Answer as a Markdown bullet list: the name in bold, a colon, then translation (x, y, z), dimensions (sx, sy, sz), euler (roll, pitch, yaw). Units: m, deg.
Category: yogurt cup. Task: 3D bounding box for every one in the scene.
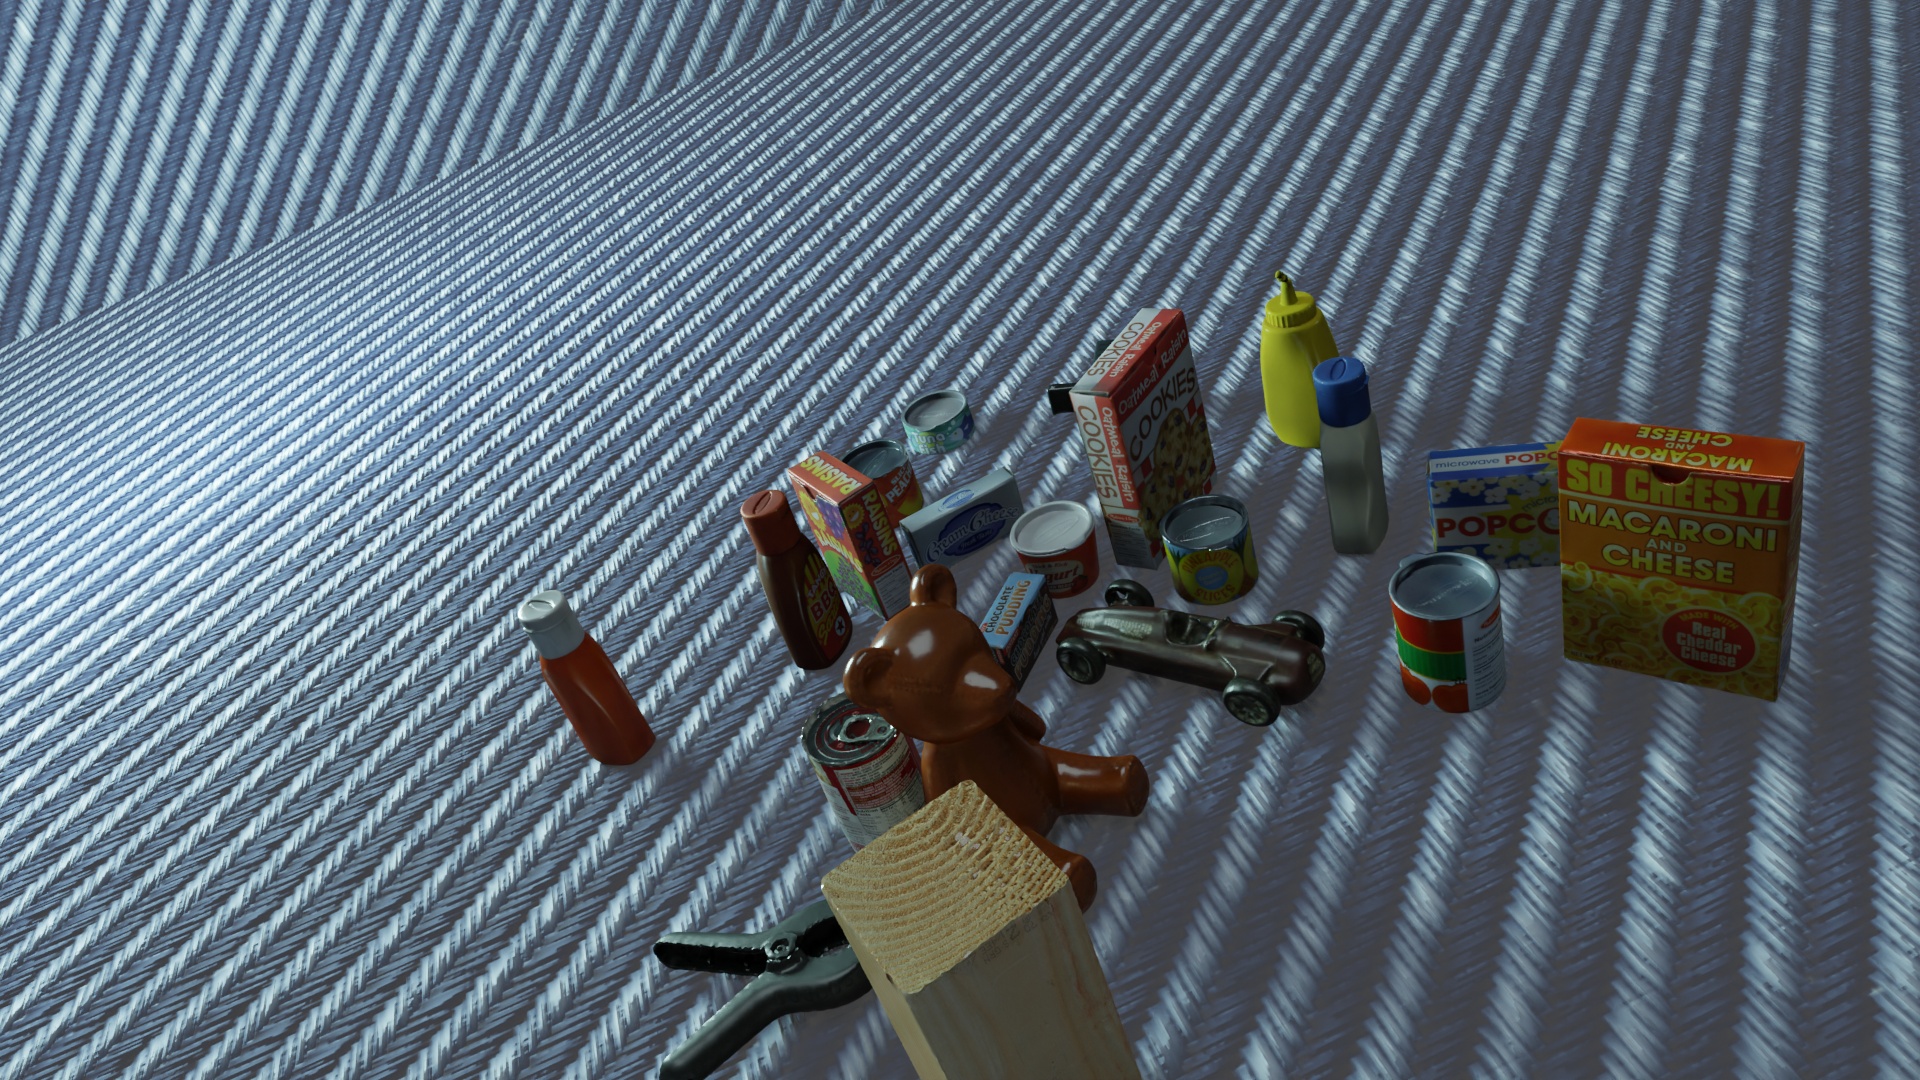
- **yogurt cup**: translation (0.078, 0.009, 1.099), dimensions (0.072, 0.053, 0.073), euler (-13, 35, 9)

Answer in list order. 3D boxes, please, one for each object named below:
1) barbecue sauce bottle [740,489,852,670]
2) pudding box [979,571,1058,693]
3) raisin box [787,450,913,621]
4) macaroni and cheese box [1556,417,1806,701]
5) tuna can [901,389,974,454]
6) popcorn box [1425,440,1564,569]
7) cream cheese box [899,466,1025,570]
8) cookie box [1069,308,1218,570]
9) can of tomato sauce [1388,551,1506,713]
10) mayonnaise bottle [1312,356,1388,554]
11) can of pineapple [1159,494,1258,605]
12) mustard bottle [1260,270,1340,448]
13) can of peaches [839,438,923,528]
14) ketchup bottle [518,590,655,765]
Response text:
- **barbecue sauce bottle**: translation (-0.130, 0.029, 1.087), dimensions (0.043, 0.147, 0.065), euler (-2, 38, 24)
- **pudding box**: translation (0.041, 0.068, 1.039), dimensions (0.030, 0.049, 0.084), euler (3, 40, 29)
- **raisin box**: translation (-0.088, -0.004, 1.135), dimensions (0.040, 0.122, 0.086), euler (-33, 37, -20)
- **macaroni and cheese box**: translation (0.427, 0.012, 0.829), dimensions (0.124, 0.165, 0.040), euler (12, 45, 37)
- **tuna can**: translation (-0.022, -0.112, 1.334), dimensions (0.071, 0.032, 0.071), euler (-13, 35, 9)
- **popcorn box**: translation (0.394, -0.024, 0.966), dimensions (0.126, 0.084, 0.038), euler (-4, 37, 21)
- **cream cheese box**: translation (0.004, -0.015, 1.167), dimensions (0.104, 0.053, 0.024), euler (-28, 35, -13)
- **cookie box**: translation (0.149, -0.080, 1.088), dimensions (0.040, 0.166, 0.123), euler (9, 43, 35)
- **can of tomato sauce**: translation (0.312, 0.059, 0.893), dimensions (0.071, 0.082, 0.071), euler (-13, 35, 9)
- **mayonnaise bottle**: translation (0.285, -0.063, 1.017), dimensions (0.041, 0.147, 0.065), euler (1, 39, 27)
- **can of pineapple**: translation (0.188, 0.008, 1.044), dimensions (0.071, 0.057, 0.071), euler (-13, 35, 9)
- **mustard bottle**: translation (0.277, -0.151, 1.132), dimensions (0.065, 0.159, 0.049), euler (11, 44, 37)
- **can of peaches**: translation (-0.070, -0.049, 1.247), dimensions (0.071, 0.057, 0.071), euler (-13, 35, 9)
- **ketchup bottle**: translation (-0.287, 0.105, 1.056), dimensions (0.065, 0.148, 0.044), euler (9, 43, 35)
